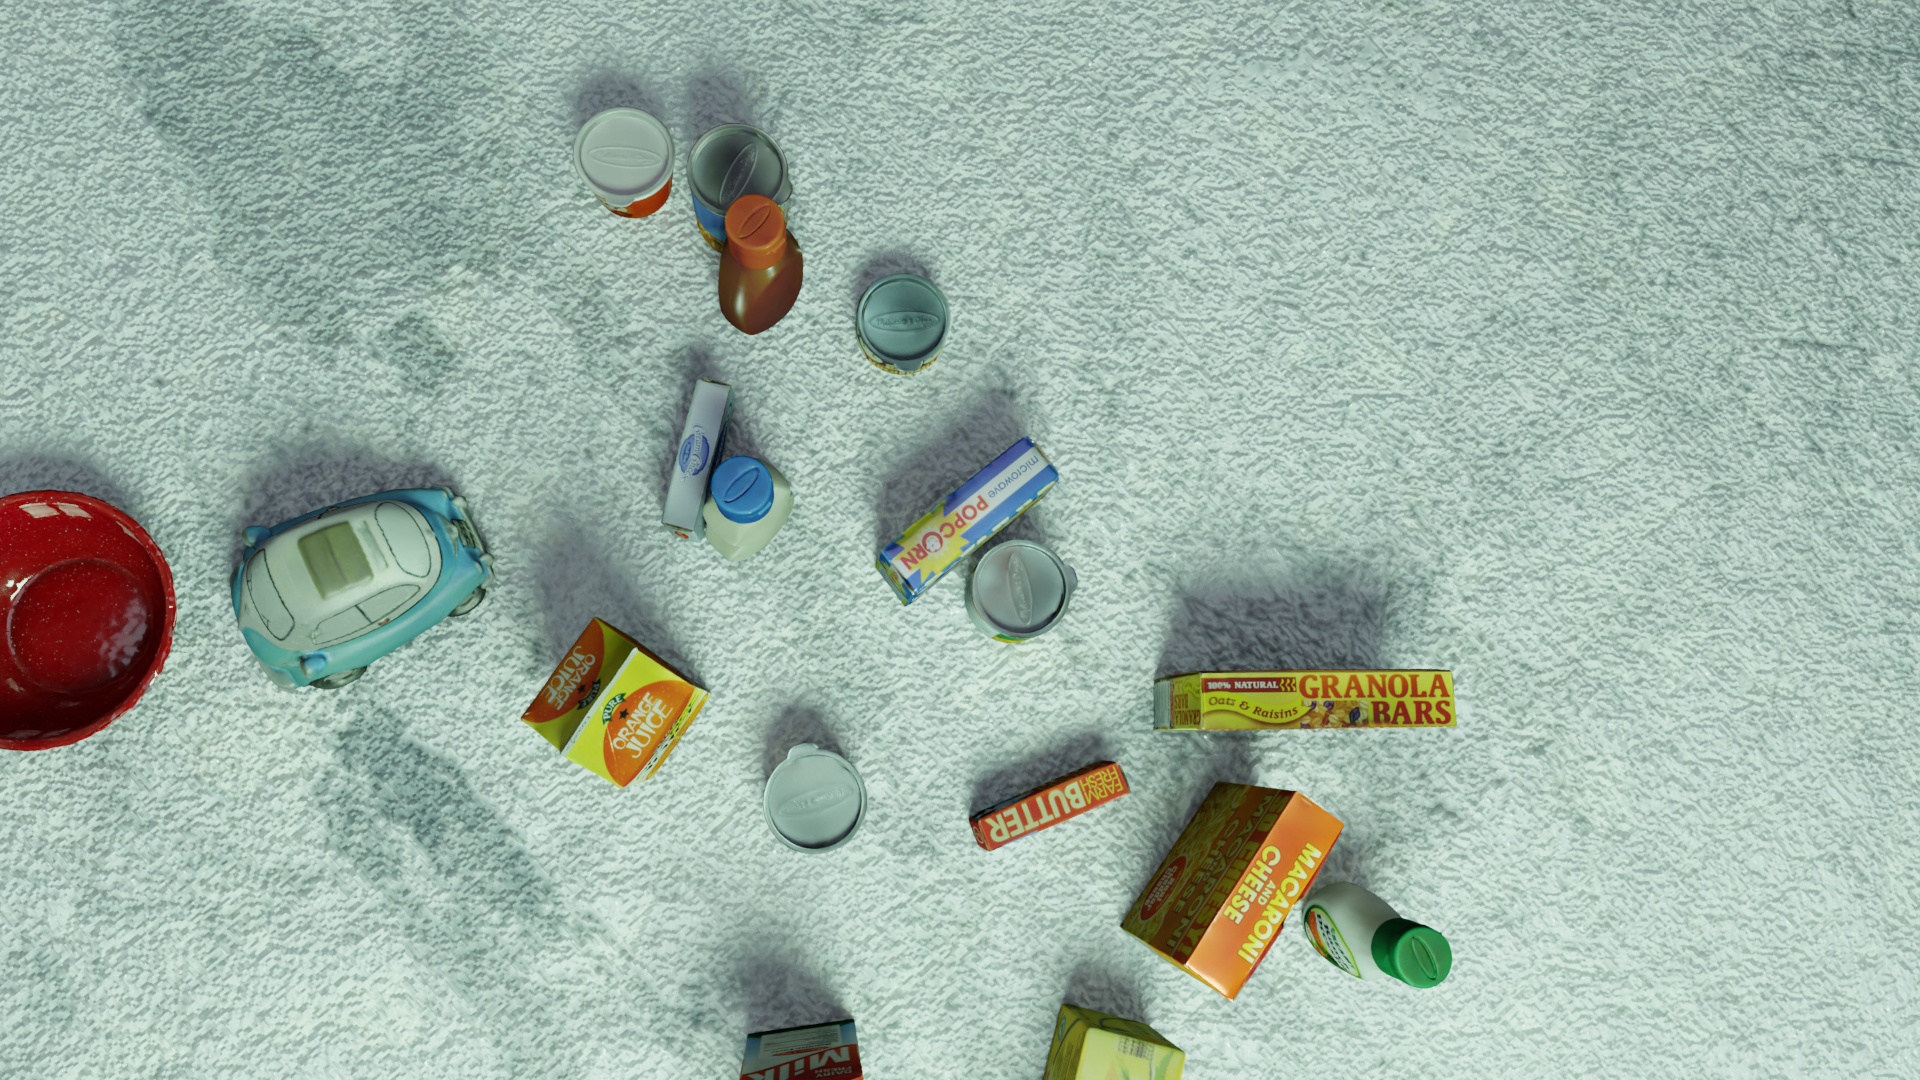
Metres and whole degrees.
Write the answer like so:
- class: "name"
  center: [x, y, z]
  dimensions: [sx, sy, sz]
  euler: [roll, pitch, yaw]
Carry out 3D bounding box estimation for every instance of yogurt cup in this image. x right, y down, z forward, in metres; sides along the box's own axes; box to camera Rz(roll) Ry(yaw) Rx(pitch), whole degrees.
- class: "yogurt cup"
  center: [-0.230, -0.258, 0.962]
  dimensions: [0.072, 0.054, 0.072]
  euler: [1, 82, -6]

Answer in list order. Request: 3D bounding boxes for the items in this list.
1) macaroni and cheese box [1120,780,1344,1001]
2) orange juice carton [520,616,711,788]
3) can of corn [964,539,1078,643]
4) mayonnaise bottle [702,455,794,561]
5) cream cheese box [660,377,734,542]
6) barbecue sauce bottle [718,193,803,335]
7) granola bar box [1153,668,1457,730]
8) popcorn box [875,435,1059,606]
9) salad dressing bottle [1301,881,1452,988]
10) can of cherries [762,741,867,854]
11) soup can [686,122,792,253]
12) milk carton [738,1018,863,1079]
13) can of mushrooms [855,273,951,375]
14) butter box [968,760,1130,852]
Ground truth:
- class: "macaroni and cheese box"
  center: [0.168, 0.215, 0.879]
  dimensions: [0.040, 0.166, 0.124]
  euler: [36, 80, 0]
- class: "orange juice carton"
  center: [-0.206, 0.099, 0.840]
  dimensions: [0.073, 0.192, 0.072]
  euler: [35, 80, -1]
- class: "can of corn"
  center: [0.040, 0.035, 0.946]
  dimensions: [0.071, 0.058, 0.071]
  euler: [1, 82, -6]
- class: "mayonnaise bottle"
  center: [-0.137, -0.024, 0.889]
  dimensions: [0.041, 0.148, 0.065]
  euler: [43, 80, 1]
- class: "cream cheese box"
  center: [-0.176, -0.053, 0.937]
  dimensions: [0.024, 0.053, 0.104]
  euler: [13, 80, -4]
- class: "barbecue sauce bottle"
  center: [-0.132, -0.183, 0.913]
  dimensions: [0.043, 0.148, 0.065]
  euler: [40, 80, 0]
- class: "granola bar box"
  center: [0.223, 0.106, 0.923]
  dimensions: [0.166, 0.124, 0.039]
  euler: [0, 82, -6]
- class: "popcorn box"
  center: [0.003, -0.012, 0.935]
  dimensions: [0.127, 0.085, 0.038]
  euler: [-39, 88, -10]
- class: "salad dressing bottle"
  center: [0.266, 0.256, 0.893]
  dimensions: [0.044, 0.147, 0.064]
  euler: [-25, 86, -9]
- class: "can of cherries"
  center: [-0.096, 0.167, 0.911]
  dimensions: [0.071, 0.058, 0.071]
  euler: [1, 82, -6]
- class: "soup can"
  center: [-0.149, -0.236, 0.952]
  dimensions: [0.071, 0.083, 0.071]
  euler: [1, 82, -6]
- class: "milk carton"
  center: [-0.091, 0.342, 0.818]
  dimensions: [0.073, 0.190, 0.072]
  euler: [-6, 83, -7]
- class: "can of mushrooms"
  center: [-0.041, -0.149, 0.977]
  dimensions: [0.071, 0.033, 0.071]
  euler: [1, 82, -6]
- class: "butter box"
  center: [0.059, 0.177, 0.930]
  dimensions: [0.104, 0.053, 0.024]
  euler: [-21, 85, -9]
